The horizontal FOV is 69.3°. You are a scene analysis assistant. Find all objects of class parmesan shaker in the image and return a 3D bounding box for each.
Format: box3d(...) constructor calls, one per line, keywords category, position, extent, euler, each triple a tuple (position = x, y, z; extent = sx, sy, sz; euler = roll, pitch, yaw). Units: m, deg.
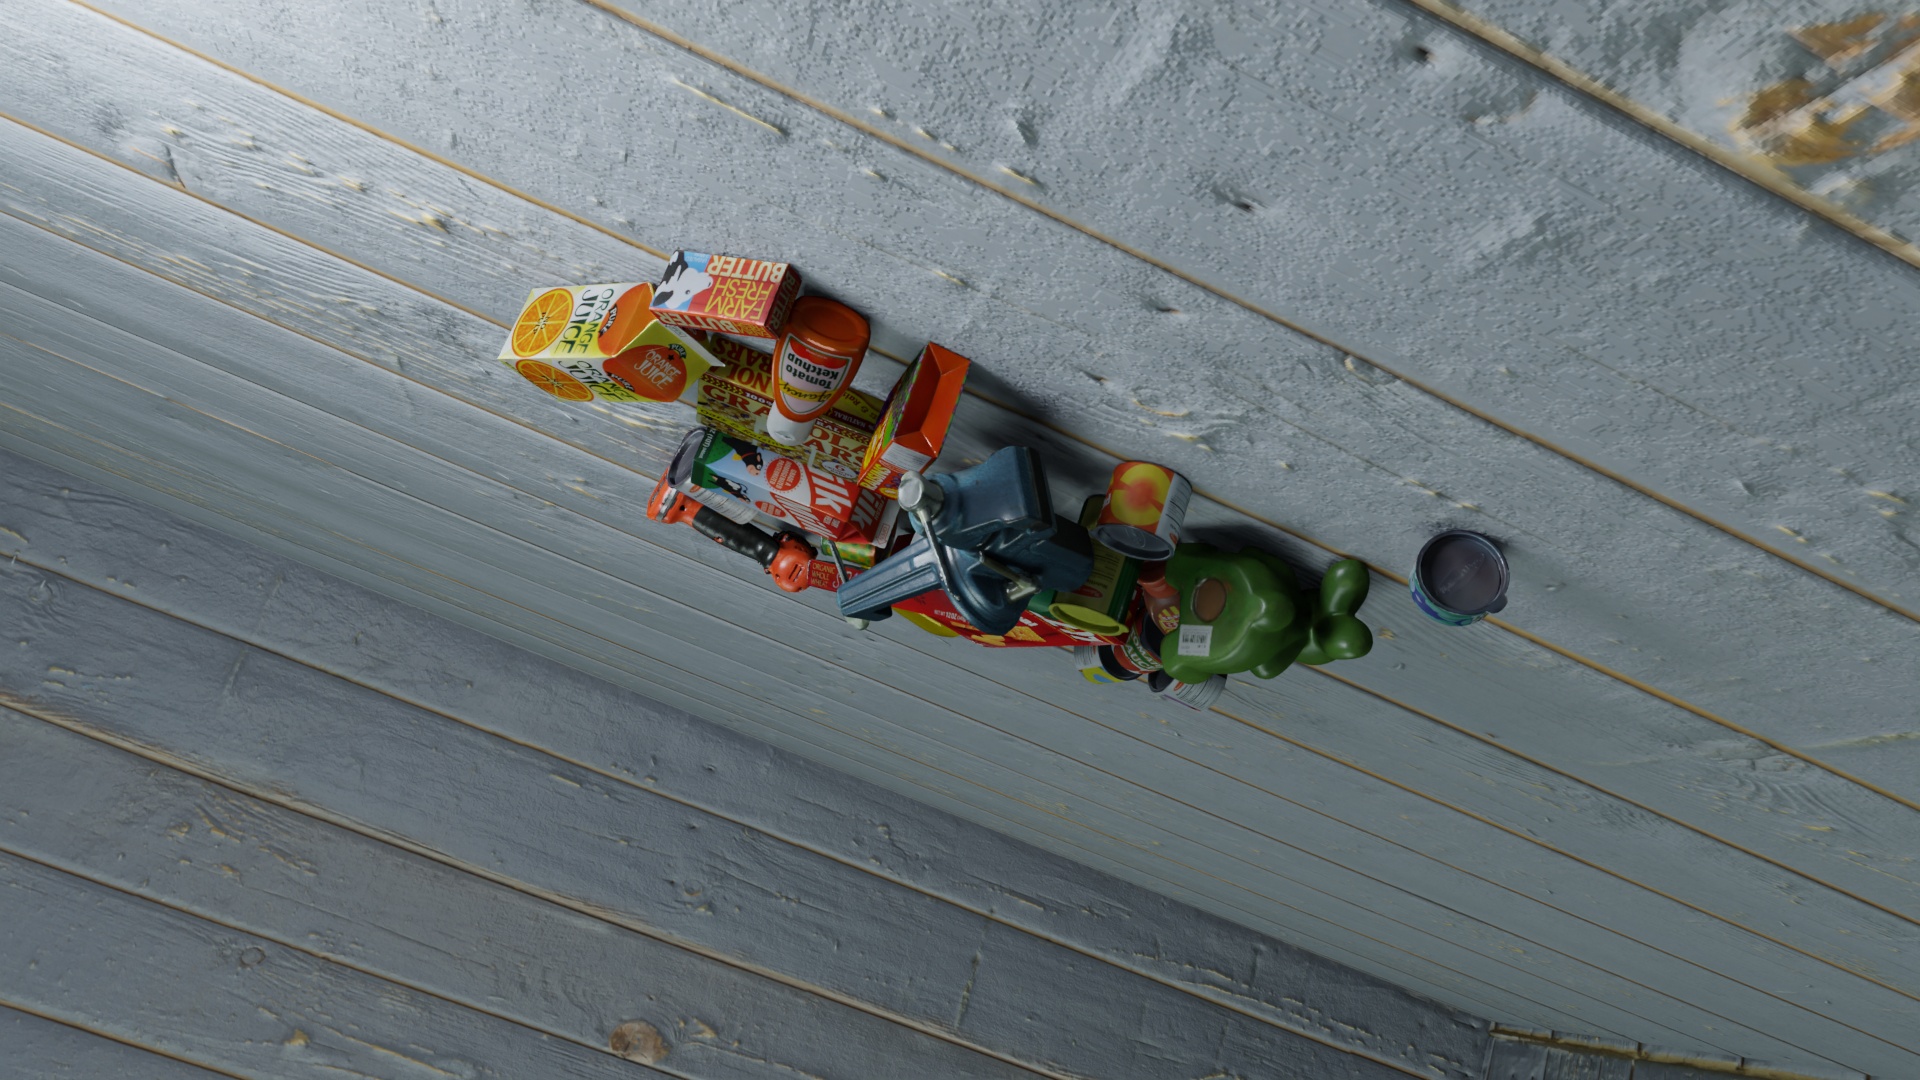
box3d(category="parmesan shaker", position=(0.125, 0.022, 1.191), extent=(0.071, 0.103, 0.071), euler=(18, 161, 6))

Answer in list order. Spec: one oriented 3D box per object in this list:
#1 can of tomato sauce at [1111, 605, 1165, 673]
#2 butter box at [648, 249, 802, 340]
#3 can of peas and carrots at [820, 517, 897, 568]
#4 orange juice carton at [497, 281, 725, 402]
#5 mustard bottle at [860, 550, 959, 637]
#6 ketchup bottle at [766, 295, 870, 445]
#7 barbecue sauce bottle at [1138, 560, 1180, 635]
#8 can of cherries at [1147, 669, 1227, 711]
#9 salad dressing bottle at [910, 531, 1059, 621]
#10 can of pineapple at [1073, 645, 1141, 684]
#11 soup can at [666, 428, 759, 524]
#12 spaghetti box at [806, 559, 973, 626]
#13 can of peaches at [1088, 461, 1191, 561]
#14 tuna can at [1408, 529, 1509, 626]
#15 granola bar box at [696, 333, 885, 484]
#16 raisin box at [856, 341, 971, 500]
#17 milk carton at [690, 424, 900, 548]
box3d(category="can of tomato sauce", position=(0.194, 0.097, 1.385), extent=(0.071, 0.071, 0.083), euler=(23, 161, -10))
box3d(category="butter box", position=(-0.170, -0.178, 1.003), extent=(0.103, 0.053, 0.024), euler=(12, 161, 23))
box3d(category="can of peas and carrots", position=(-0.101, -0.011, 1.386), extent=(0.059, 0.071, 0.070), euler=(15, 161, 12))
box3d(category="orange juice carton", position=(-0.280, -0.160, 1.133), extent=(0.192, 0.073, 0.071), euler=(5, 156, 36))
box3d(category="mustard bottle", position=(-0.060, 0.047, 1.519), extent=(0.160, 0.065, 0.048), euler=(31, 153, -16))
box3d(category="ketchup bottle", position=(-0.116, -0.125, 1.063), extent=(0.065, 0.044, 0.148), euler=(22, 148, -8))
box3d(category="barbecue sauce bottle", position=(0.197, 0.049, 1.272), extent=(0.065, 0.044, 0.148), euler=(-16, 150, 19))
box3d(category="can of cherries", position=(0.240, 0.139, 1.469), extent=(0.058, 0.072, 0.071), euler=(24, 161, -16))
box3d(category="salad dressing bottle", position=(0.027, 0.030, 1.227), extent=(0.148, 0.044, 0.064), euler=(21, 152, -14))
box3d(category="can of pineapple", position=(0.164, 0.120, 1.487), extent=(0.071, 0.071, 0.057), euler=(26, 161, -18))
box3d(category="soup can", position=(-0.237, -0.065, 1.377), extent=(0.083, 0.071, 0.071), euler=(31, 158, -33))
box3d(category="spaghetti box", position=(-0.057, 0.050, 1.346), extent=(0.050, 0.028, 0.250), euler=(9, -179, -44))
box3d(category="can of peaches", position=(0.144, -0.024, 1.113), extent=(0.071, 0.058, 0.071), euler=(18, 162, 6))
box3d(category="tuna can", position=(0.368, 0.030, 1.022), extent=(0.071, 0.071, 0.032), euler=(15, 162, 12))
box3d(category="granola bar box", position=(-0.144, -0.108, 1.196), extent=(0.165, 0.039, 0.124), euler=(21, 161, -5))
box3d(category="raisin box", position=(-0.038, -0.089, 1.070), extent=(0.040, 0.086, 0.123), euler=(22, 161, -11))
box3d(category="milk carton", position=(-0.147, -0.058, 1.288), extent=(0.191, 0.072, 0.073), euler=(22, 161, -6))
